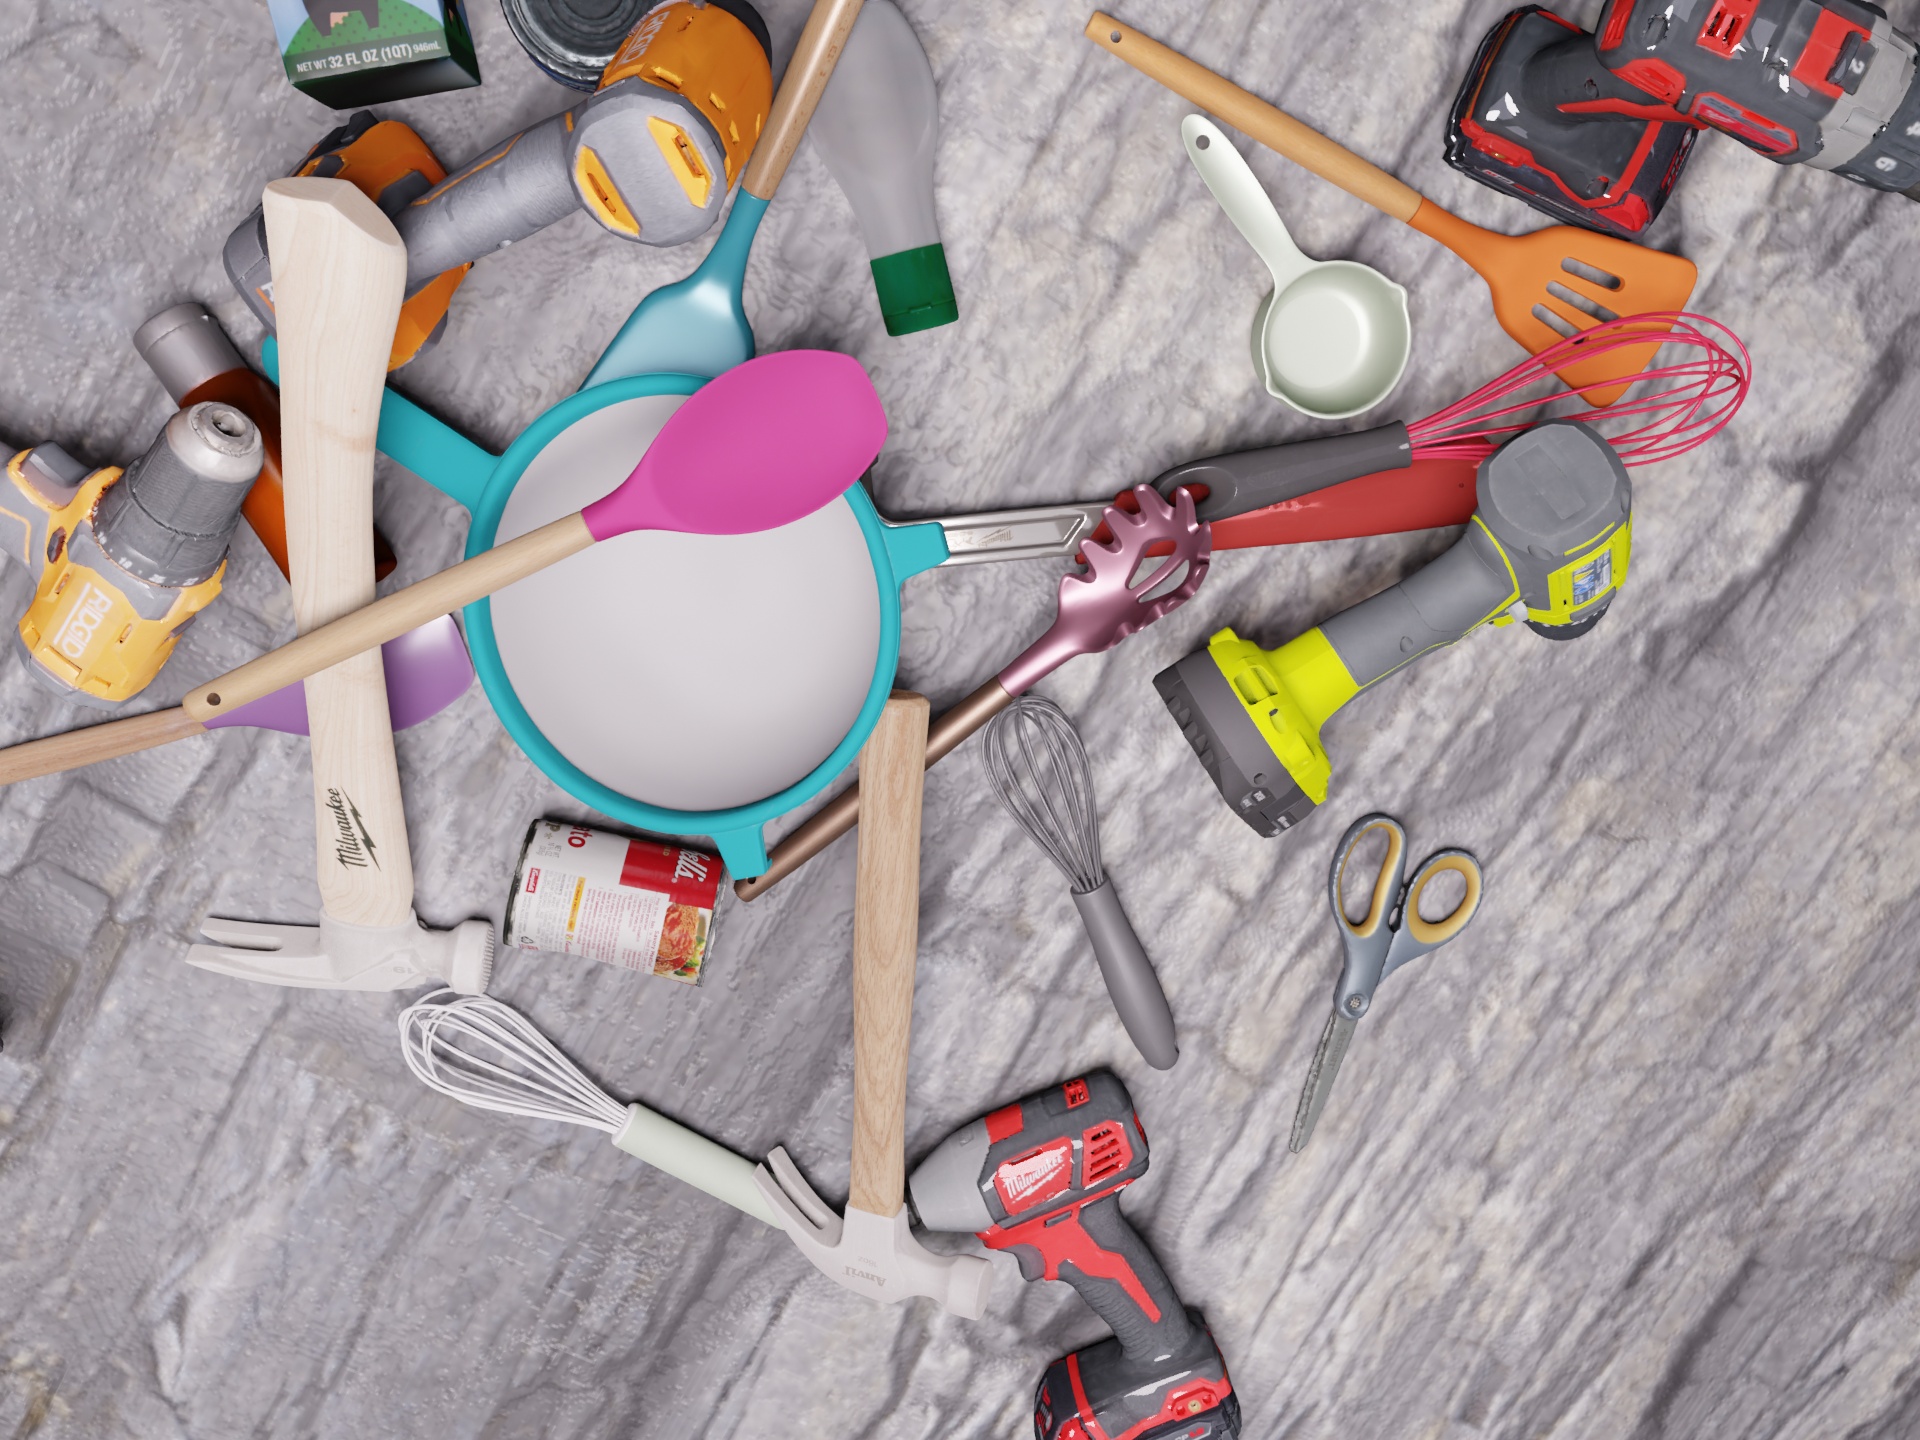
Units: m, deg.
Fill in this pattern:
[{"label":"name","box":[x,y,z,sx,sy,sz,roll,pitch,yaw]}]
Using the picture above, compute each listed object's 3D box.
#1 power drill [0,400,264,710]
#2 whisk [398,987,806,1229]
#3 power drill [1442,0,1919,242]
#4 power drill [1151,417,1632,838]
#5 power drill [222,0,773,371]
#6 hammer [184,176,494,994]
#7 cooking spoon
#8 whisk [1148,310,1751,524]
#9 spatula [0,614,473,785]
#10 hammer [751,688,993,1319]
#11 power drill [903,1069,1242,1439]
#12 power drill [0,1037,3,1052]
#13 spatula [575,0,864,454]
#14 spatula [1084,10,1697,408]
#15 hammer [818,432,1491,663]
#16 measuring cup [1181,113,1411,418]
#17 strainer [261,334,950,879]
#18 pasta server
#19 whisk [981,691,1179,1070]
[{"label":"power drill","box":[-0.424,-0.127,0.699,0.226,0.084,0.185,42,125,-14]},{"label":"whisk","box":[-0.187,0.213,0.852,0.246,0.058,0.059,32,132,-15]},{"label":"power drill","box":[0.333,-0.264,0.697,0.188,0.227,0.080,21,100,-10]},{"label":"power drill","box":[0.223,-0.037,0.783,0.228,0.190,0.080,-33,67,11]},{"label":"power drill","box":[-0.183,-0.238,0.679,0.226,0.164,0.084,-14,130,22]},{"label":"hammer","box":[-0.286,-0.034,0.710,0.146,0.038,0.410,5,125,-8]},{"label":"cooking spoon","box":[-0.180,-0.072,0.671,0.319,0.017,0.068,-25,108,-1]},{"label":"whisk","box":[0.234,-0.138,0.769,0.296,0.073,0.073,-13,104,4]},{"label":"spatula","box":[-0.401,0.006,0.793,0.316,0.018,0.059,-14,116,-3]},{"label":"hammer","box":[-0.042,0.145,0.809,0.130,0.031,0.331,8,107,19]},{"label":"power drill","box":[0.060,0.314,0.883,0.143,0.078,0.219,-22,101,-1]},{"label":"power drill","box":[-0.584,0.097,0.763,0.171,0.080,0.223,-21,101,13]},{"label":"spatula","box":[-0.083,-0.260,0.723,0.082,0.044,0.317,25,120,-11]},{"label":"spatula","box":[0.205,-0.263,0.781,0.322,0.041,0.081,26,111,-9]},{"label":"hammer","box":[0.108,-0.093,0.813,0.359,0.037,0.149,-6,103,-4]},{"label":"measuring cup","box":[0.156,-0.225,0.788,0.083,0.038,0.167,-37,102,3]},{"label":"strainer","box":[-0.174,-0.092,0.765,0.340,0.095,0.211,33,107,6]},{"label":"pasta server","box":[-0.001,-0.003,0.791,0.316,0.040,0.060,-38,65,17]},{"label":"whisk","box":[0.070,0.089,0.846,0.055,0.055,0.238,-24,108,0]}]
